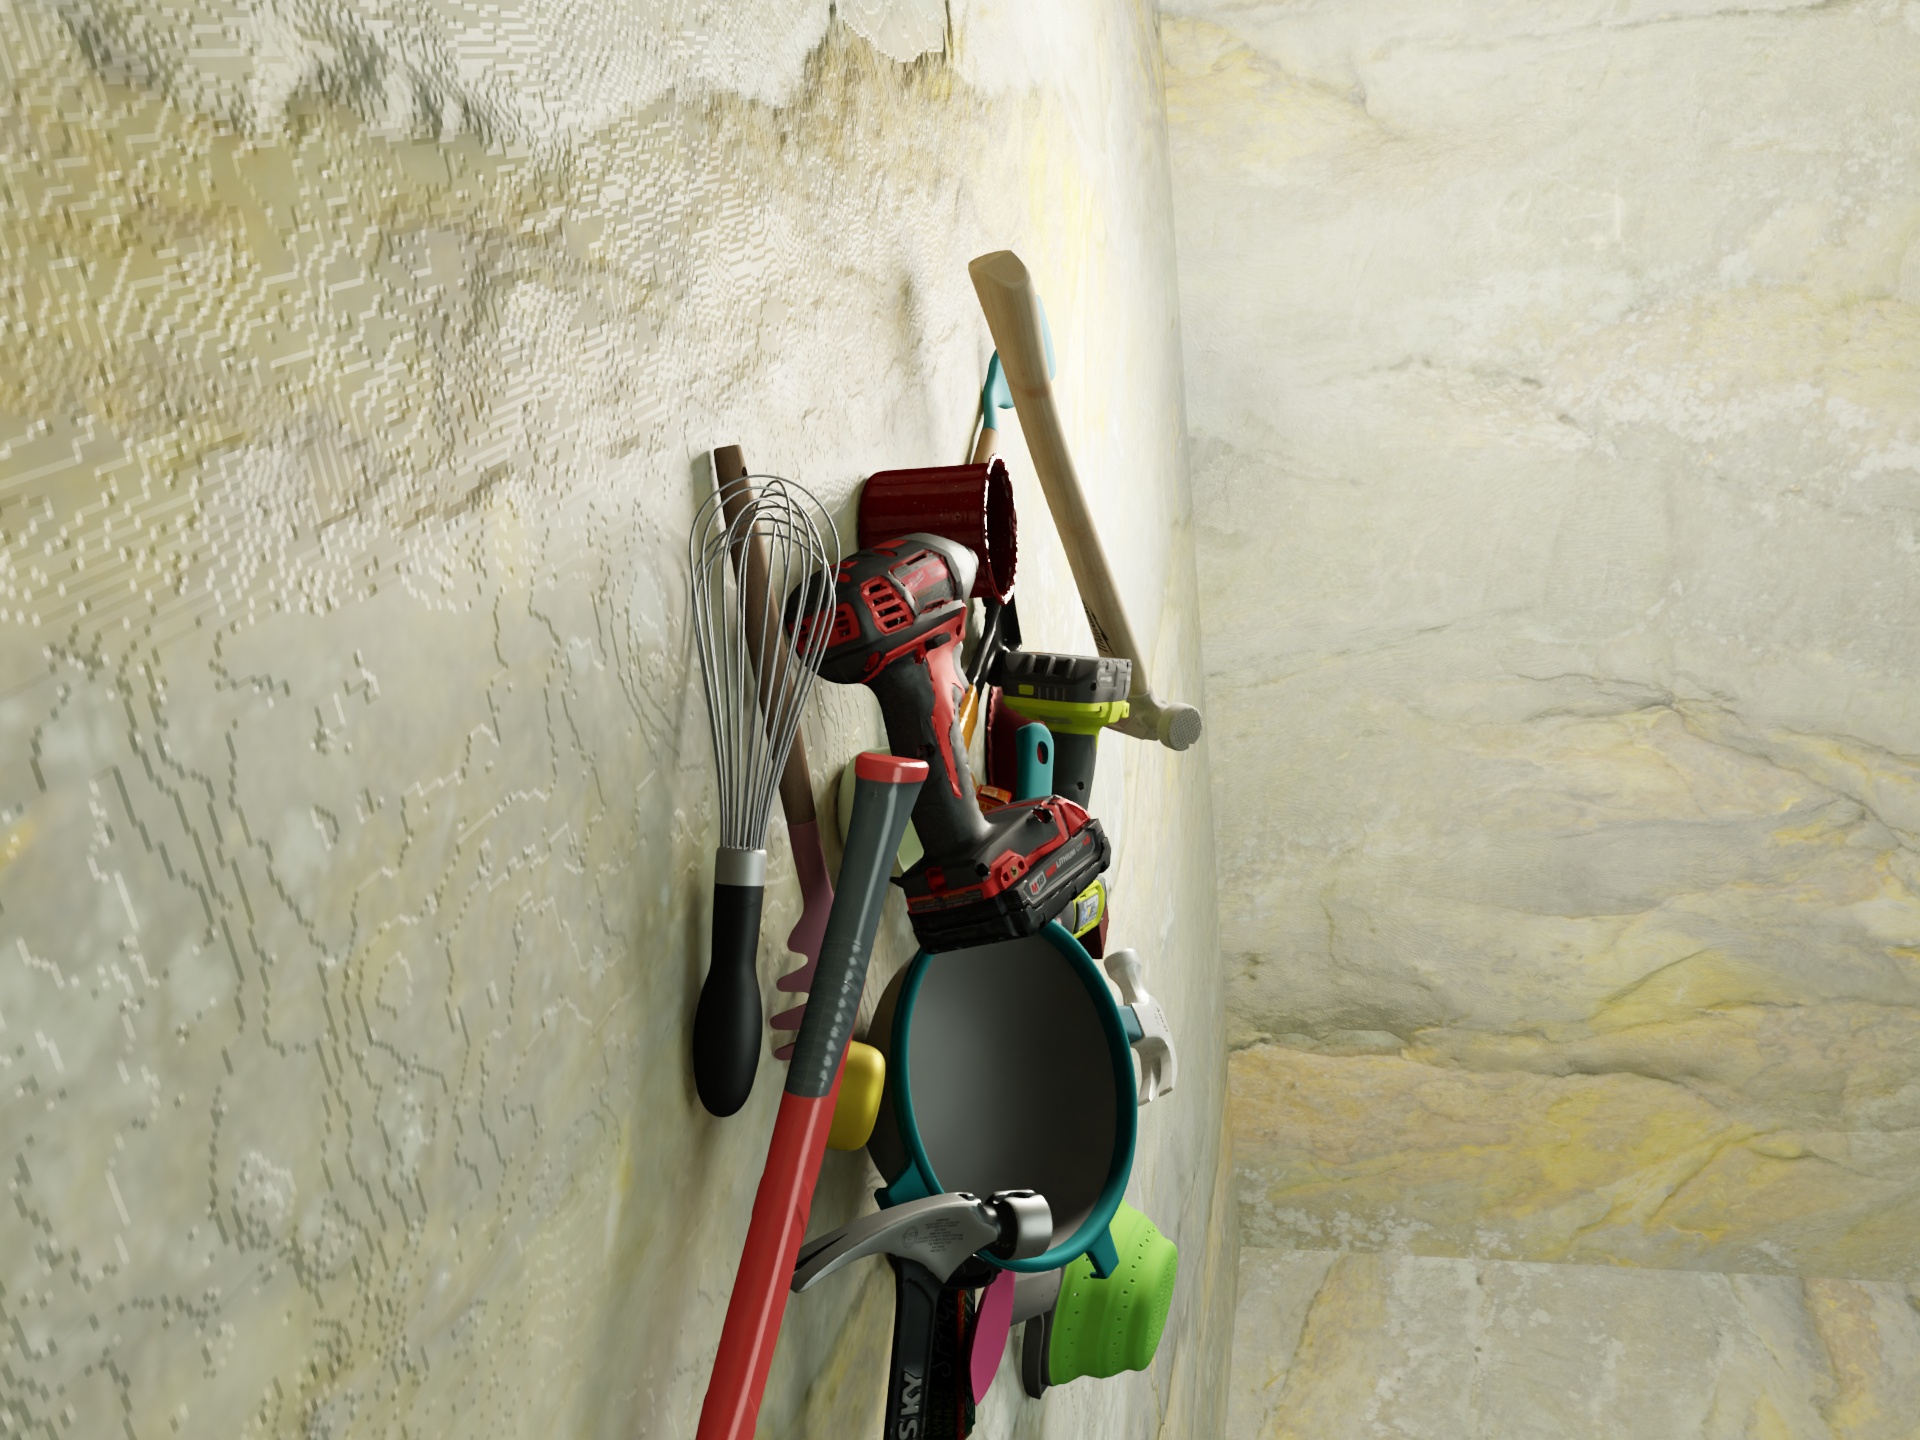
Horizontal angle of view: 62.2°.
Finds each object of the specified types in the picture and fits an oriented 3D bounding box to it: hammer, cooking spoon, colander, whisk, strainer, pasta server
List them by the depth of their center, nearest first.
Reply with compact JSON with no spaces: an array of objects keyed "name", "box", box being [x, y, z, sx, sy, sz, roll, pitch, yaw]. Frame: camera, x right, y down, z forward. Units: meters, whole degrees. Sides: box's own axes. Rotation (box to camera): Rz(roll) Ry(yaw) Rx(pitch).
[{"name":"whisk","box":[-0.096,0.032,0.703,0.070,0.070,0.284,13,81,-75]},{"name":"hammer","box":[-0.069,0.189,0.718,0.143,0.038,0.387,82,18,-57]},{"name":"pasta server","box":[-0.090,0.024,0.781,0.060,0.040,0.316,-51,134,-69]},{"name":"hammer","box":[-0.041,0.447,0.809,0.149,0.036,0.409,6,90,-31]},{"name":"strainer","box":[0.011,0.163,0.977,0.210,0.095,0.341,30,52,-38]},{"name":"hammer","box":[-0.002,-0.004,1.114,0.337,0.034,0.127,-71,156,-55]},{"name":"cooking spoon","box":[0.042,0.357,1.152,0.319,0.017,0.068,-62,149,-61]},{"name":"hammer","box":[0.072,0.216,1.165,0.330,0.033,0.128,22,41,-55]},{"name":"hammer","box":[0.079,-0.163,1.235,0.038,0.146,0.410,-34,120,-23]},{"name":"colander","box":[0.107,0.473,1.299,0.396,0.094,0.204,40,63,-68]}]

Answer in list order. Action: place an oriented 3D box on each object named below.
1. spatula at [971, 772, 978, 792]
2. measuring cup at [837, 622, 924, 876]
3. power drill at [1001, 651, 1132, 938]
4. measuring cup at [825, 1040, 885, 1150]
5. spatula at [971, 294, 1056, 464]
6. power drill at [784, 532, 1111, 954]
[{"name":"spatula","box":[0.033,0.166,1.264,0.081,0.041,0.322,-73,153,-49]},{"name":"measuring cup","box":[-0.049,0.008,0.923,0.083,0.038,0.167,1,85,-76]},{"name":"power drill","box":[0.072,0.062,1.199,0.171,0.080,0.223,-7,101,-71]},{"name":"measuring cup","box":[-0.053,0.168,0.873,0.157,0.029,0.062,-80,-172,-53]},{"name":"spatula","box":[0.029,-0.208,1.240,0.082,0.044,0.318,71,23,-45]},{"name":"power drill","box":[-0.004,0.004,0.877,0.143,0.078,0.219,-33,104,-52]}]
